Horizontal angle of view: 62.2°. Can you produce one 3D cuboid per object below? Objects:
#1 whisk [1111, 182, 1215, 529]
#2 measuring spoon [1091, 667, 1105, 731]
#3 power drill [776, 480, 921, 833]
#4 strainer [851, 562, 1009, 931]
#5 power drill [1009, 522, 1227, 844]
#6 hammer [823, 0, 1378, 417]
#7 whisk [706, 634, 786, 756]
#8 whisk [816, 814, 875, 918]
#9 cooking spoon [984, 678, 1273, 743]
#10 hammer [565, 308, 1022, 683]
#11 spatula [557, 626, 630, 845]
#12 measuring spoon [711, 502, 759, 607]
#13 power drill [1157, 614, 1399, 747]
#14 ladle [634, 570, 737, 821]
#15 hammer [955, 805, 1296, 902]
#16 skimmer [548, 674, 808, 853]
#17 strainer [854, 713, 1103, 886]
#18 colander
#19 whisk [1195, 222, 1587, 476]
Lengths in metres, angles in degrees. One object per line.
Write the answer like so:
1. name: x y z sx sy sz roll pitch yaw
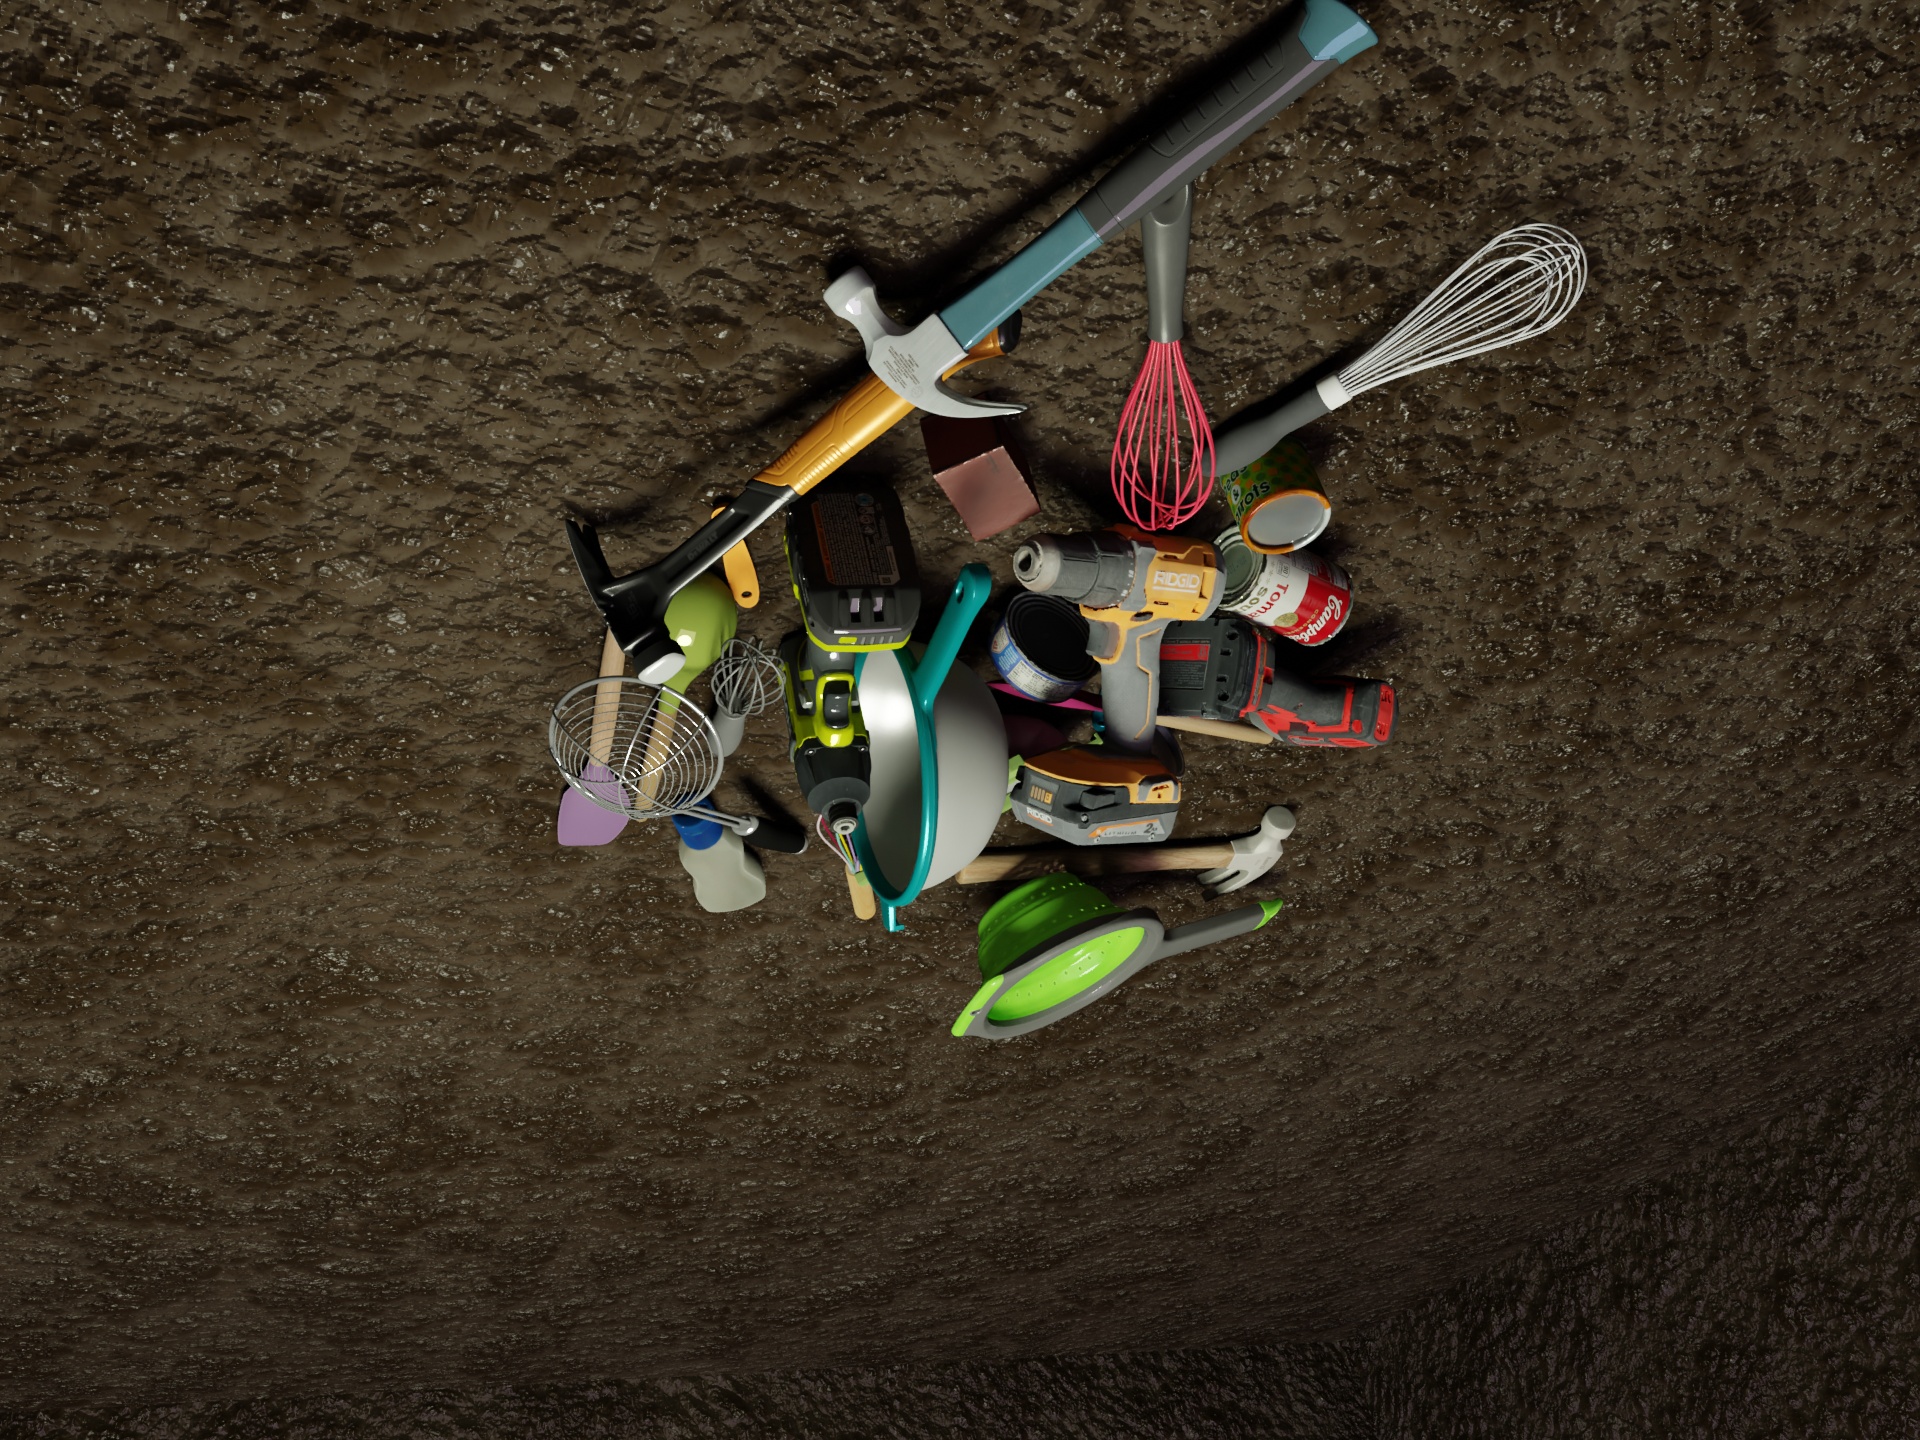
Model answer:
1. whisk: 0.131 -0.233 1.020 0.073 0.073 0.295 -11 139 -2
2. measuring spoon: 0.128 -0.019 1.334 0.042 0.021 0.128 6 147 -3
3. power drill: -0.085 -0.042 1.121 0.080 0.171 0.223 -3 141 -14
4. strainer: -0.002 -0.004 1.158 0.095 0.211 0.340 -3 148 -21
5. power drill: 0.099 -0.029 1.143 0.185 0.084 0.226 2 103 -42
6. hammer: 0.084 -0.293 0.904 0.331 0.033 0.128 -35 98 19
7. whisk: -0.168 -0.010 1.197 0.055 0.055 0.239 -2 164 -15
8. whisk: -0.099 0.122 1.460 0.047 0.051 0.244 8 149 7
9. cooking spoon: 0.151 -0.008 1.324 0.318 0.017 0.069 10 176 -37
10. hammer: -0.105 -0.168 1.016 0.337 0.127 0.034 -36 163 15
11. spatula: -0.284 0.017 1.269 0.059 0.018 0.315 0 144 -18
12. measuring spoon: -0.159 -0.117 1.131 0.021 0.011 0.116 -10 148 -3
13. power drill: 0.239 -0.024 1.291 0.219 0.078 0.143 14 173 -40
14. ladle: -0.232 -0.009 1.241 0.078 0.062 0.320 -1 150 -19
15. hammer: 0.157 0.138 1.561 0.331 0.031 0.130 -2 143 -14
16. skimmer: -0.200 0.047 1.275 0.127 0.090 0.363 -12 166 13
17. strainer: -0.011 0.061 1.362 0.256 0.069 0.151 -34 169 31
18. colander: 0.150 0.198 1.555 0.397 0.095 0.204 -11 148 -33
19. whisk: 0.277 -0.238 1.061 0.284 0.070 0.070 -28 142 29
